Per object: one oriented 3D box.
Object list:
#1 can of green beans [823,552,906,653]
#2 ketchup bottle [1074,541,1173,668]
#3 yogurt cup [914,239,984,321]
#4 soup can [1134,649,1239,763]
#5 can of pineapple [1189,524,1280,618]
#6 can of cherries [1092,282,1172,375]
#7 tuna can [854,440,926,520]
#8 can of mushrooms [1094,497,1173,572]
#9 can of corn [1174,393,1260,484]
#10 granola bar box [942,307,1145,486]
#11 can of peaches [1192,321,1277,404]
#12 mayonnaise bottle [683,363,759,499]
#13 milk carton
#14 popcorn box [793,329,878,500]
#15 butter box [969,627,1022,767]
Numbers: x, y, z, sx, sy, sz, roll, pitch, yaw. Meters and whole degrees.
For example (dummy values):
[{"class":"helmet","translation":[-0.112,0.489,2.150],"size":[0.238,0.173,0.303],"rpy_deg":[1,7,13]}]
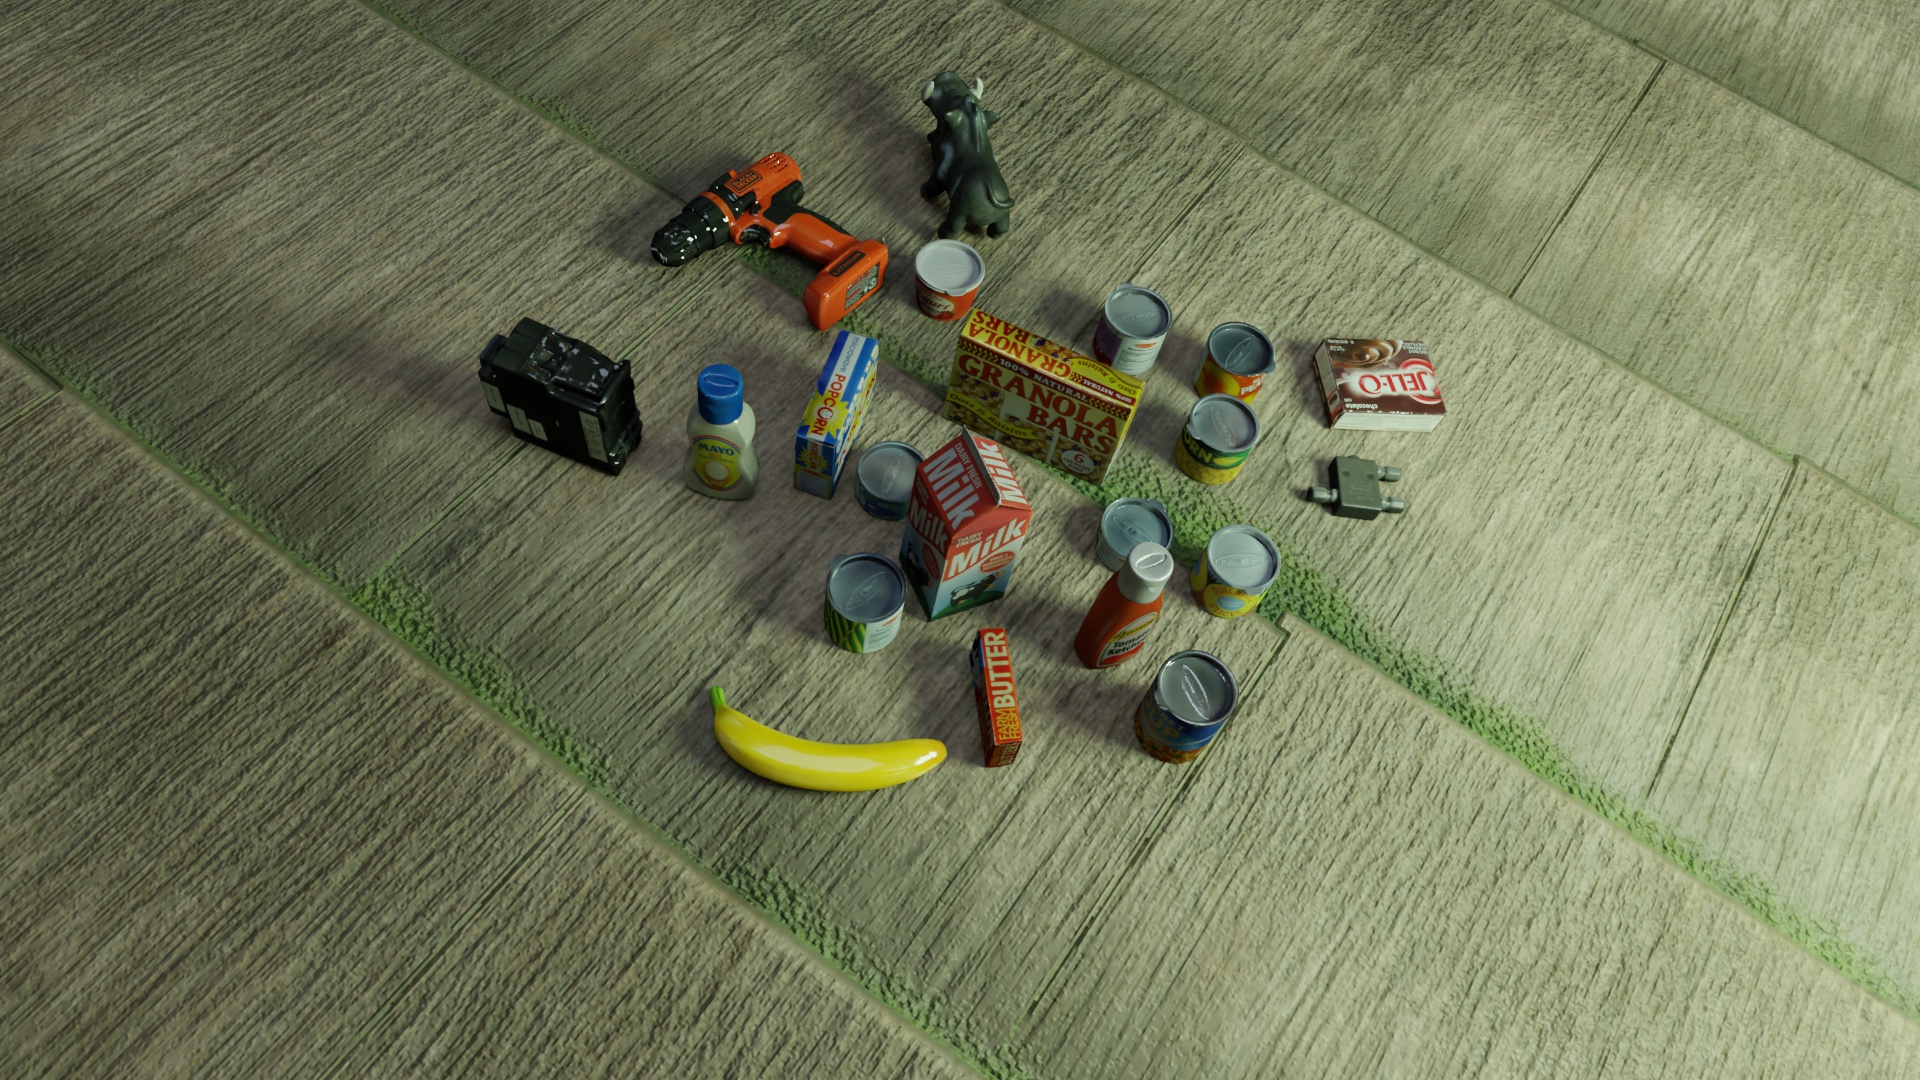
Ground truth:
[{"class":"can of green beans","translation":[-0.080,0.052,1.156],"size":[0.071,0.057,0.071],"rpy_deg":[4,59,-6]},{"class":"ketchup bottle","translation":[0.137,0.052,1.136],"size":[0.065,0.148,0.043],"rpy_deg":[-21,65,-20]},{"class":"yogurt cup","translation":[-0.013,-0.251,1.353],"size":[0.072,0.053,0.073],"rpy_deg":[4,59,-7]},{"class":"soup can","translation":[0.180,0.137,1.130],"size":[0.071,0.083,0.071],"rpy_deg":[4,59,-6]},{"class":"can of pineapple","translation":[0.240,0.029,1.220],"size":[0.071,0.057,0.071],"rpy_deg":[4,59,-6]},{"class":"can of cherries","translation":[0.166,-0.206,1.351],"size":[0.071,0.058,0.072],"rpy_deg":[4,59,-6]},{"class":"tuna can","translation":[-0.059,-0.052,1.237],"size":[0.071,0.032,0.071],"rpy_deg":[4,59,-7]},{"class":"can of mushrooms","translation":[0.156,-0.004,1.241],"size":[0.071,0.033,0.071],"rpy_deg":[4,59,-7]},{"class":"can of corn","translation":[0.236,-0.093,1.293],"size":[0.071,0.058,0.071],"rpy_deg":[4,59,-6]},{"class":"granola bar box","translation":[0.071,-0.126,1.249],"size":[0.166,0.123,0.039],"rpy_deg":[24,59,6]},{"class":"can of peaches","translation":[0.265,-0.167,1.343],"size":[0.071,0.057,0.071],"rpy_deg":[4,59,-6]},{"class":"mayonnaise bottle","translation":[-0.202,-0.090,1.170],"size":[0.065,0.147,0.041],"rpy_deg":[11,58,-2]},{"class":"milk carton","translation":[0.004,-0.014,1.131],"size":[0.073,0.189,0.072],"rpy_deg":[-18,64,-18]},{"class":"popcorn box","translation":[-0.110,-0.112,1.235],"size":[0.038,0.084,0.127],"rpy_deg":[17,58,2]},{"class":"butter box","translation":[0.028,0.128,1.130],"size":[0.024,0.053,0.104],"rpy_deg":[-3,60,-10]}]
